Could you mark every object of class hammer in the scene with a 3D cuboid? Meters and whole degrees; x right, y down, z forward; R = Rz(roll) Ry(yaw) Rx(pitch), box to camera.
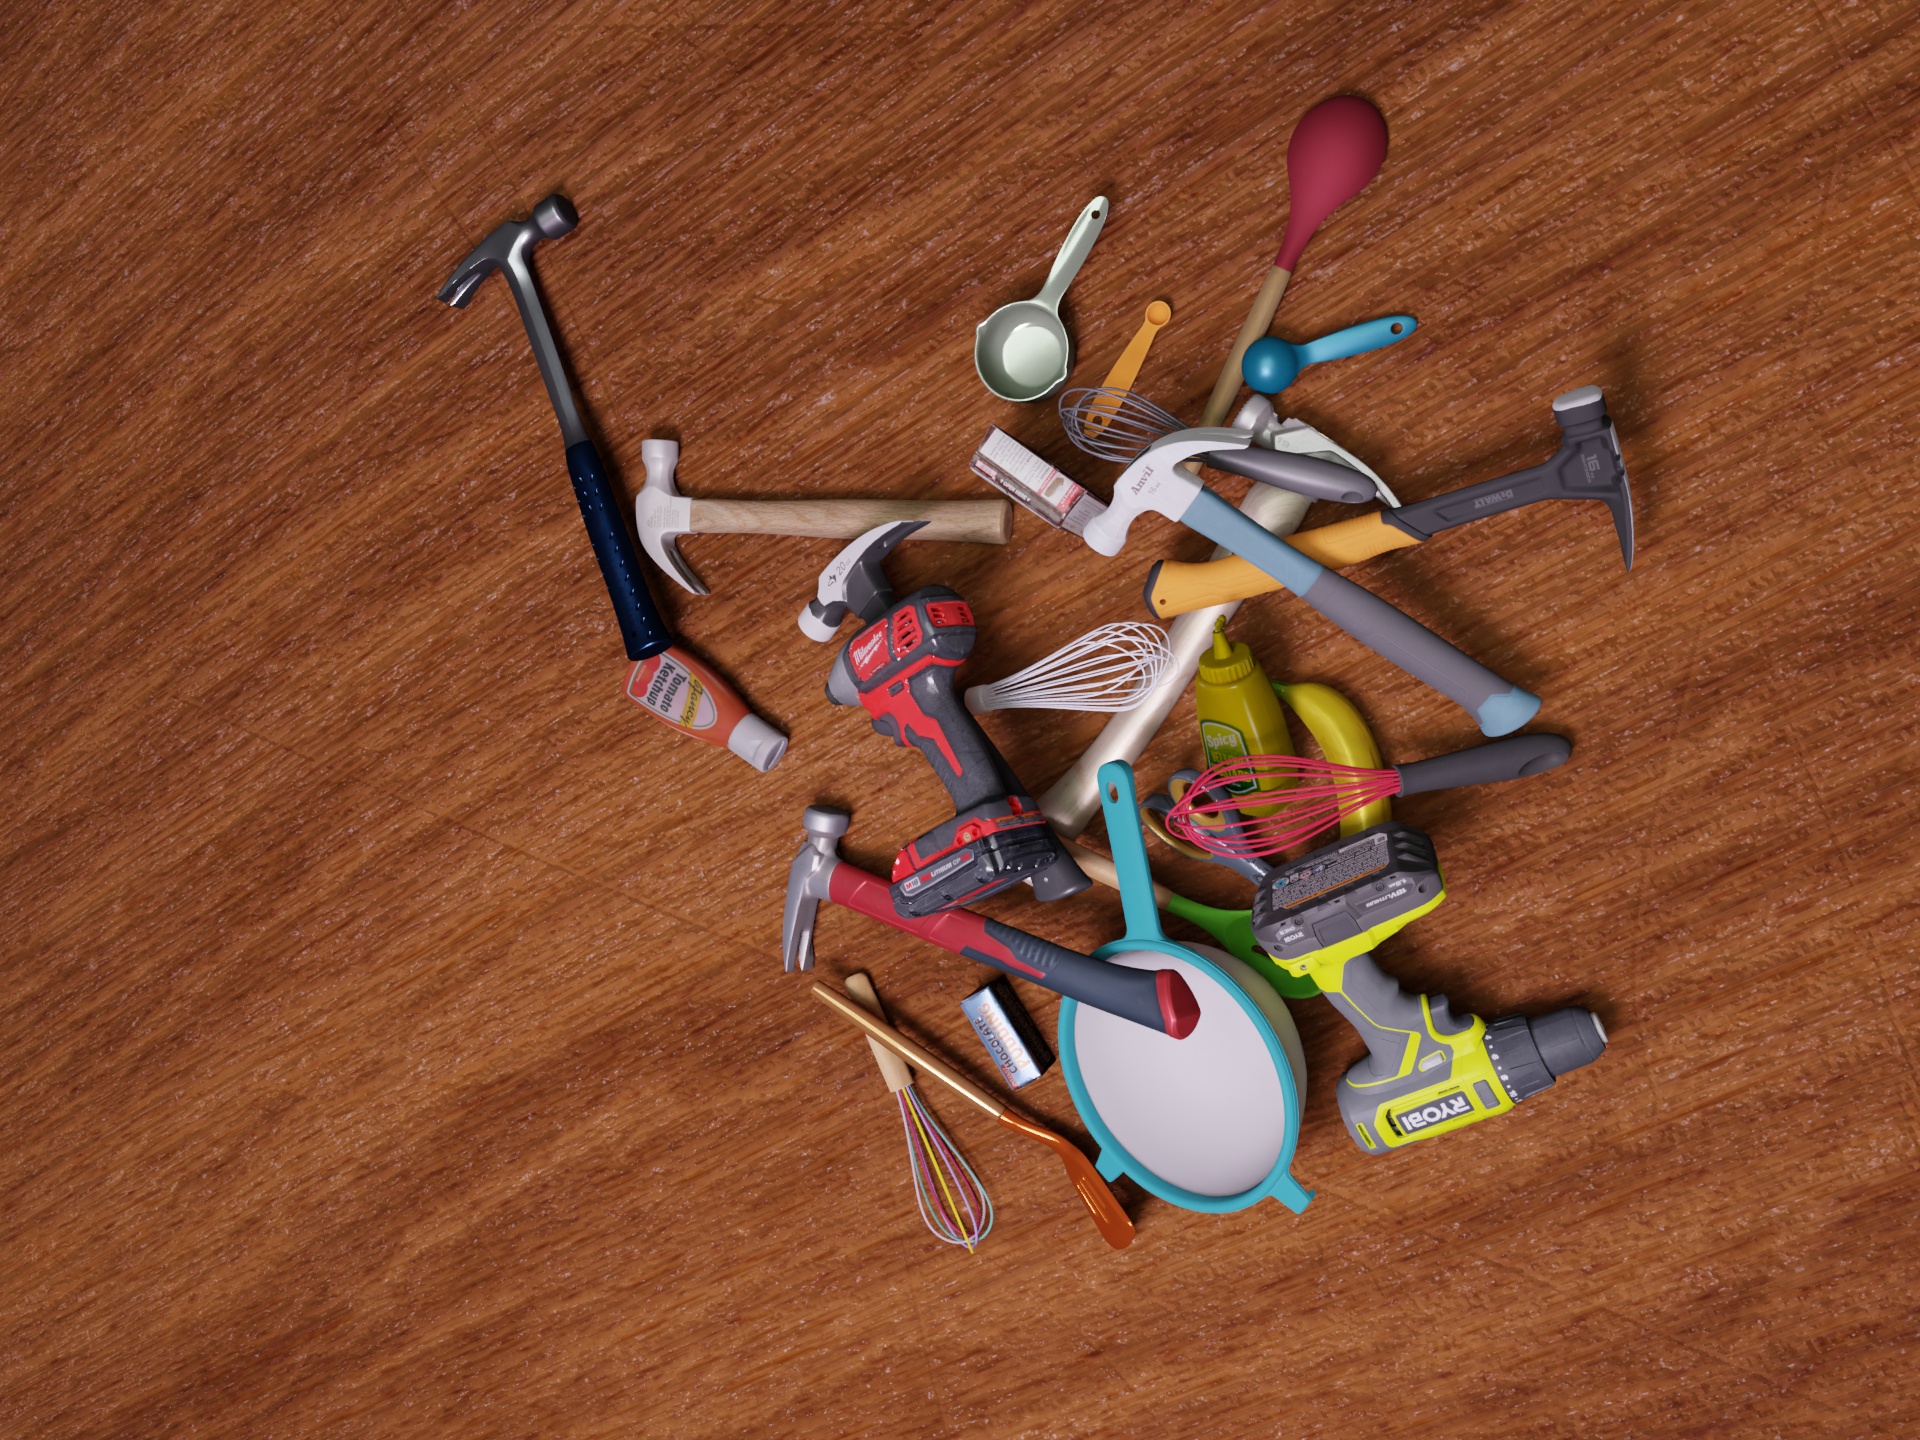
[{"bbox_3d":[0.291,-0.123,1.117,0.337,0.034,0.127,-15,113,24],"label":"hammer"},{"bbox_3d":[-0.002,-0.004,1.212,0.146,0.035,0.335,-49,65,35],"label":"hammer"},{"bbox_3d":[0.010,0.181,1.222,0.386,0.038,0.143,16,100,38],"label":"hammer"},{"bbox_3d":[0.169,-0.035,1.214,0.146,0.038,0.410,36,105,13],"label":"hammer"},{"bbox_3d":[-0.118,-0.164,1.310,0.331,0.031,0.130,4,95,19],"label":"hammer"},{"bbox_3d":[0.255,-0.089,1.108,0.331,0.033,0.128,33,123,-2],"label":"hammer"},{"bbox_3d":[-0.334,-0.241,1.360,0.144,0.035,0.406,-25,79,20],"label":"hammer"}]

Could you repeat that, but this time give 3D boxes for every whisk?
[{"bbox_3d":[0.289,0.046,1.122,0.296,0.073,0.073,-10,91,-4],"label":"whisk"},{"bbox_3d":[0.042,-0.021,1.230,0.284,0.070,0.070,-13,90,36],"label":"whisk"},{"bbox_3d":[0.183,-0.197,1.149,0.239,0.055,0.055,17,100,11],"label":"whisk"},{"bbox_3d":[-0.038,0.323,1.313,0.051,0.047,0.245,-28,81,21],"label":"whisk"}]

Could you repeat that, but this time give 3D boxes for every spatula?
[{"bbox_3d":[0.008,0.310,1.277,0.323,0.081,0.041,33,63,10],"label":"spatula"}]

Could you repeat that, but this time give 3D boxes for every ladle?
[{"bbox_3d":[0.226,-0.310,1.179,0.069,0.031,0.315,27,104,14],"label":"ladle"}]

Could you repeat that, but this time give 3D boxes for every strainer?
[{"bbox_3d":[0.168,0.187,1.181,0.211,0.095,0.340,-7,97,46],"label":"strainer"}]

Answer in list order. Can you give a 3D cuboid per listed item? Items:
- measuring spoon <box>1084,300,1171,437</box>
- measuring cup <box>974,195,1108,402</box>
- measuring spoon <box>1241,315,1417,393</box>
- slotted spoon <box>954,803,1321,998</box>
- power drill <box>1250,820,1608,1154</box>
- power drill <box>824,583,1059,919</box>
[{"bbox_3d":[0.128,-0.269,1.227,0.021,0.011,0.117,35,108,14],"label":"measuring spoon"},{"bbox_3d":[0.074,-0.323,1.227,0.083,0.038,0.167,32,102,15],"label":"measuring cup"},{"bbox_3d":[0.269,-0.270,1.158,0.128,0.021,0.042,-15,106,12],"label":"measuring spoon"},{"bbox_3d":[0.138,0.126,1.220,0.314,0.031,0.070,25,119,8],"label":"slotted spoon"},{"bbox_3d":[0.327,0.190,1.124,0.190,0.080,0.228,-27,108,21],"label":"power drill"},{"bbox_3d":[-0.025,0.025,1.166,0.143,0.078,0.220,-31,74,40],"label":"power drill"}]
